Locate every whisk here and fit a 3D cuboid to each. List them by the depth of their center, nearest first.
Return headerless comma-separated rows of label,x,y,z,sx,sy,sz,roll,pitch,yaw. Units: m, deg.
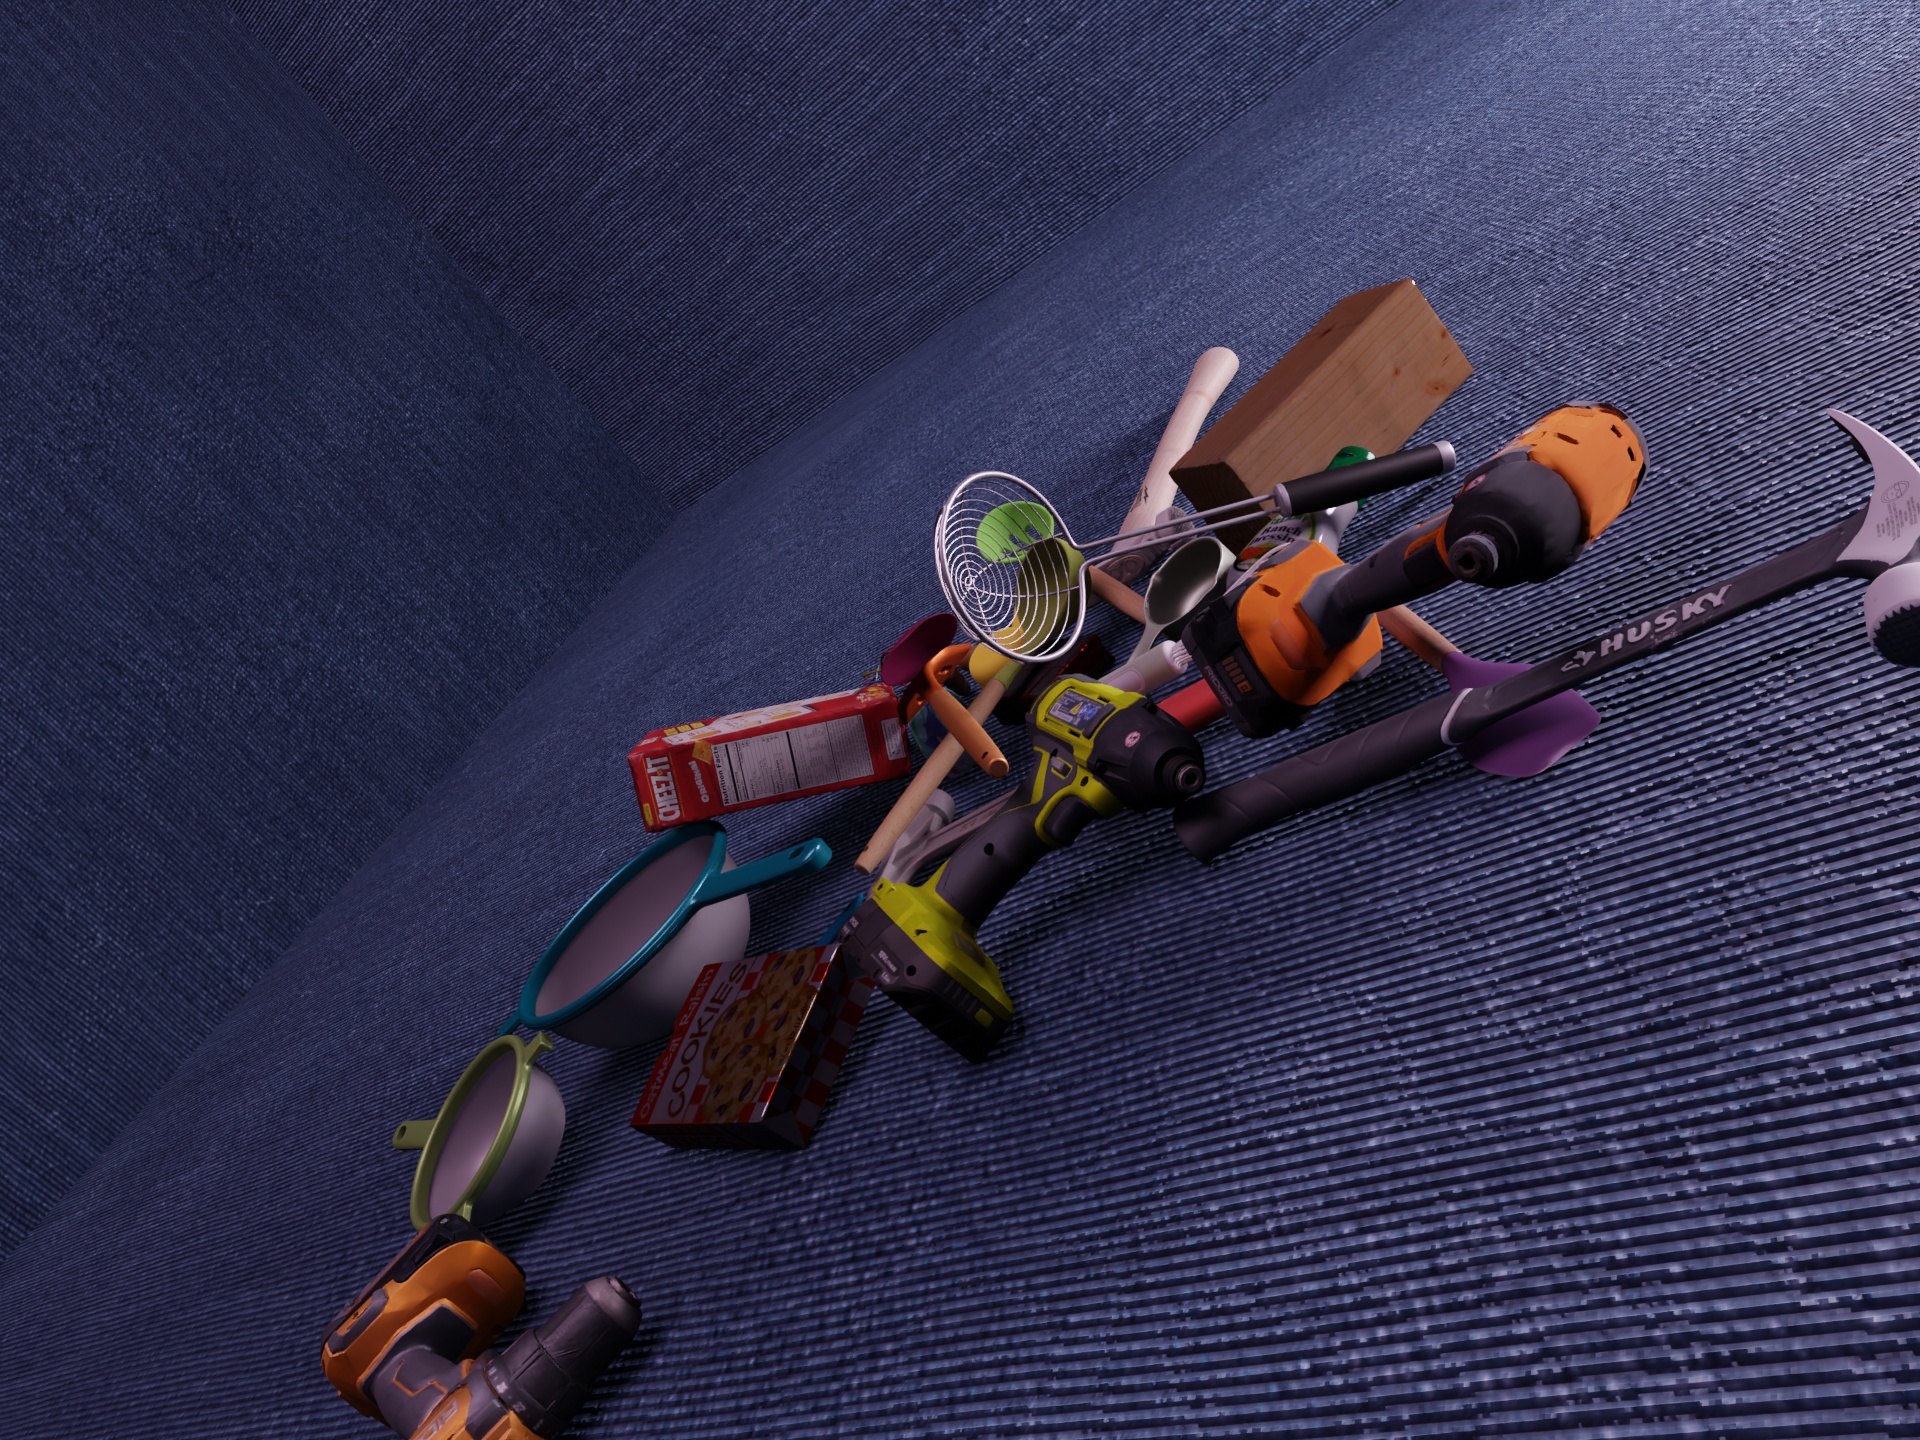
whisk,0.149,-0.046,1.058,0.246,0.058,0.059,-31,-2,35
whisk,-0.005,-0.052,1.418,0.245,0.047,0.051,-9,48,51

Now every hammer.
hammer,0.259,-0.014,0.767,0.409,0.036,0.149,-29,28,42
hammer,0.084,0.033,1.045,0.359,0.036,0.149,-30,21,31
hammer,0.186,-0.238,1.467,0.146,0.038,0.411,-29,21,36

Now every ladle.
ladle,0.006,-0.016,1.181,0.078,0.062,0.320,-21,28,56

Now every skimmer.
skimmer,0.158,-0.132,1.022,0.363,0.127,0.090,-16,-5,-6

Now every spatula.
spatula,0.262,-0.038,0.884,0.060,0.018,0.316,-41,19,10
spatula,-0.002,-0.003,1.057,0.081,0.041,0.323,-50,17,3

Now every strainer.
strainer,-0.191,0.164,1.198,0.340,0.095,0.211,-23,26,40
strainer,-0.367,0.325,1.212,0.256,0.069,0.152,-21,44,52

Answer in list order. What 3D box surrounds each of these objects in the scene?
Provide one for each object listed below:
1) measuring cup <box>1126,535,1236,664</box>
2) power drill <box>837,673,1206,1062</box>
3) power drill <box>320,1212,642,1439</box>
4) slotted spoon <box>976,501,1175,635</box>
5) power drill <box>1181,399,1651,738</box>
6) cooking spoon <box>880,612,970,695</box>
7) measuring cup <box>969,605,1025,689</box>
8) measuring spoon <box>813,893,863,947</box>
measuring cup,0.148,-0.051,1.131,0.167,0.038,0.083,-60,26,-5
power drill,0.040,0.077,0.919,0.223,0.080,0.171,-50,22,-4
power drill,-0.284,0.372,0.934,0.185,0.084,0.226,-45,23,-15
slotted spoon,0.095,-0.121,1.302,0.070,0.031,0.314,-40,31,-5
power drill,0.224,-0.072,0.813,0.164,0.084,0.226,-34,1,-44
cooking spoon,-0.018,-0.042,1.227,0.069,0.017,0.318,-44,-9,1
measuring cup,0.042,-0.086,1.328,0.062,0.029,0.157,-23,36,34
measuring spoon,-0.113,0.163,1.113,0.128,0.021,0.042,-50,15,17
